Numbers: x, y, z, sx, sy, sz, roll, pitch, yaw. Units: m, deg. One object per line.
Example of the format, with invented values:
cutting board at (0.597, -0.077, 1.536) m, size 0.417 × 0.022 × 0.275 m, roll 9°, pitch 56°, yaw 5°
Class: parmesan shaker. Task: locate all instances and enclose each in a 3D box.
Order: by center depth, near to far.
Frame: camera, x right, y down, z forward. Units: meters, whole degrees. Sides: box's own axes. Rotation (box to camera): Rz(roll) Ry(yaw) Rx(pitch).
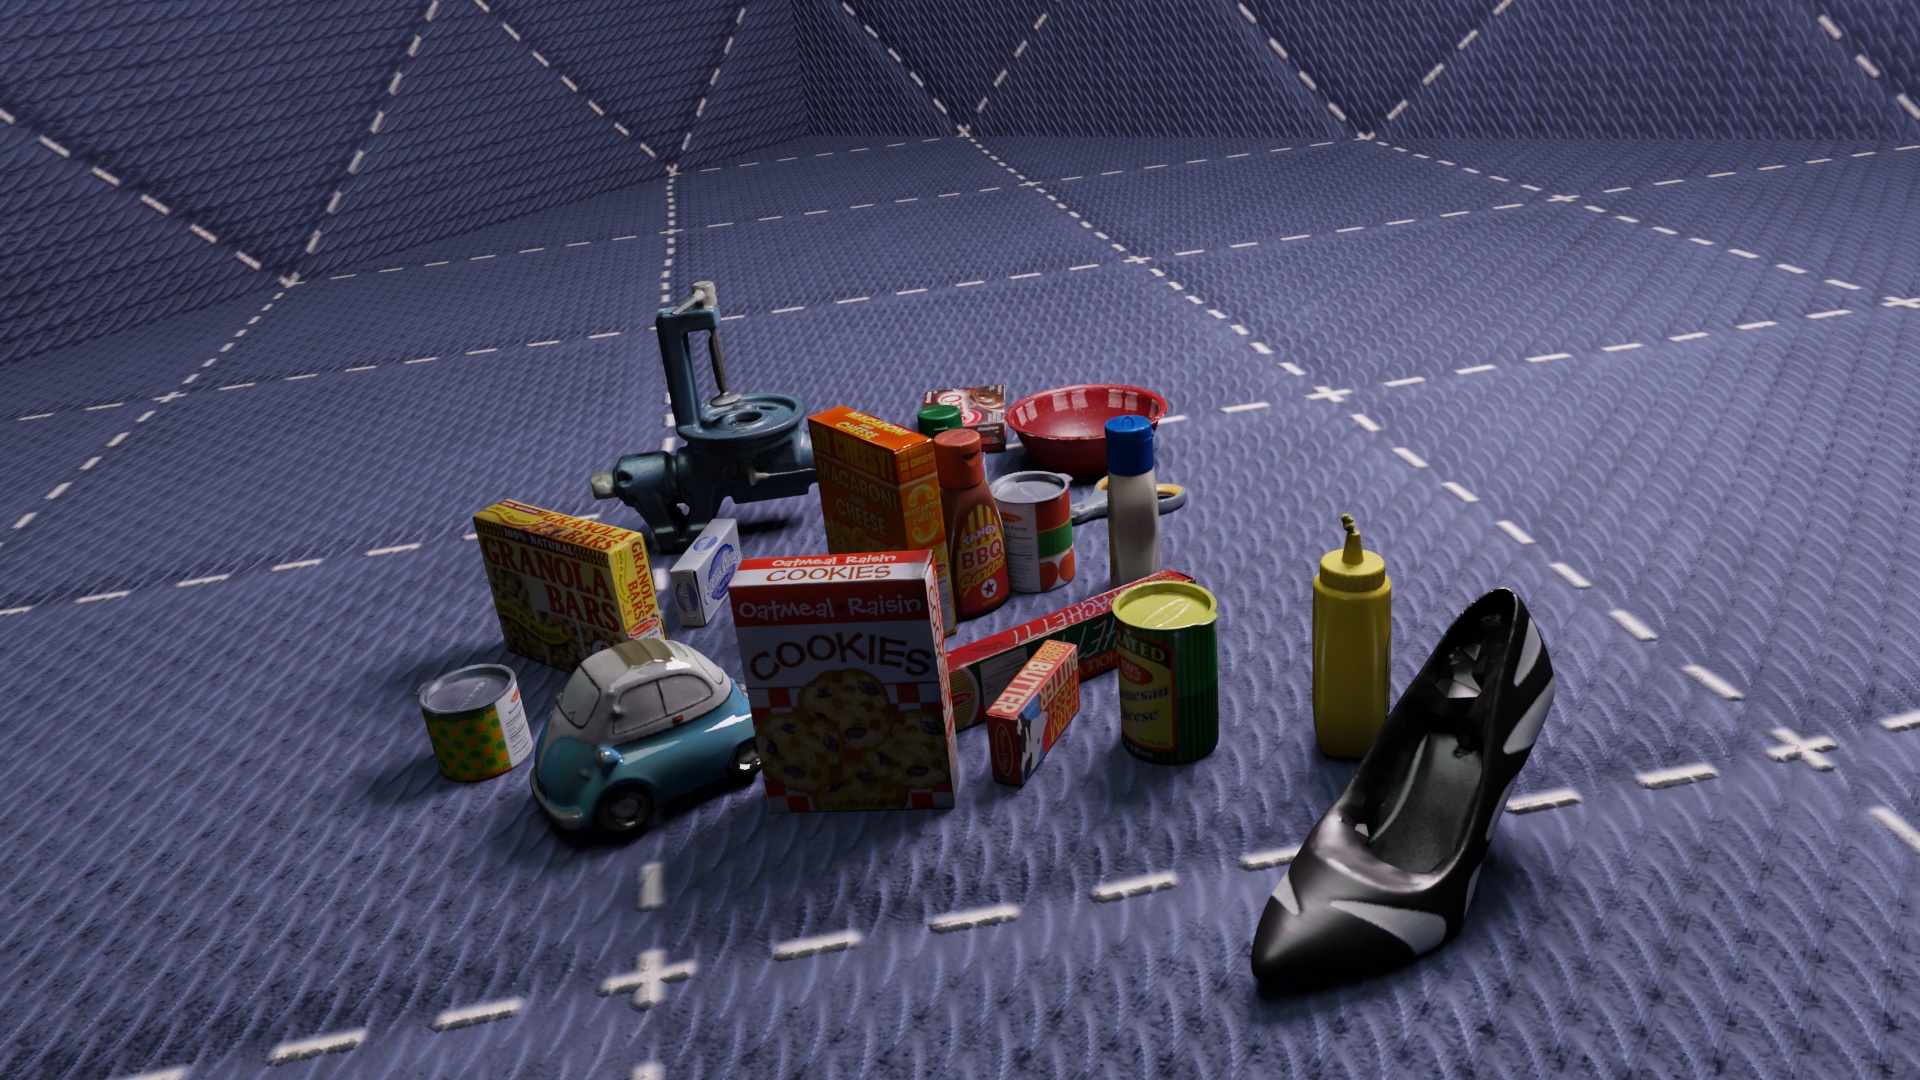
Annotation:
parmesan shaker at (0.137, 0.087, 0.907) m, size 0.071 × 0.102 × 0.071 m, roll -5°, pitch 24°, yaw 2°

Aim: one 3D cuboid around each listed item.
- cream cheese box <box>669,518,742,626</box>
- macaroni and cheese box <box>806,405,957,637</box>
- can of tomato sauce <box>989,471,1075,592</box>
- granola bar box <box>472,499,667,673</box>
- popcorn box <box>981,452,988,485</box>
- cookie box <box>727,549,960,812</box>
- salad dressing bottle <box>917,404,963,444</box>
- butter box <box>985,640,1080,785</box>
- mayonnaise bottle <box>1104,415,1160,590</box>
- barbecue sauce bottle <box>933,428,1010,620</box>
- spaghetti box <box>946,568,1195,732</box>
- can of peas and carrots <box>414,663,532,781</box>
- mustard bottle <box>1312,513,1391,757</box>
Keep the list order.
cream cheese box at (-0.214, 0.026, 1.183) m, size 0.024 × 0.053 × 0.104 m, roll -1°, pitch 25°, yaw 12°
macaroni and cheese box at (-0.062, -0.013, 1.097) m, size 0.040 × 0.165 × 0.124 m, roll -23°, pitch 29°, yaw -32°
can of tomato sauce at (0.062, -0.008, 1.156) m, size 0.071 × 0.082 × 0.071 m, roll -5°, pitch 24°, yaw 2°
granola bar box at (-0.303, 0.042, 1.084) m, size 0.165 × 0.123 × 0.039 m, roll 12°, pitch 30°, yaw 35°
popcorn box at (-0.038, -0.028, 1.220) m, size 0.127 × 0.085 × 0.038 m, roll -5°, pitch 24°, yaw 3°
cookie box at (-0.070, 0.090, 0.873) m, size 0.123 × 0.166 × 0.040 m, roll -3°, pitch 24°, yaw 8°
salad dressing bottle at (-0.010, -0.040, 1.165) m, size 0.064 × 0.147 × 0.044 m, roll -6°, pitch 24°, yaw 0°
butter box at (0.050, 0.114, 0.931) m, size 0.024 × 0.053 × 0.104 m, roll 6°, pitch 27°, yaw 26°
mayonnaise bottle at (0.135, -0.024, 1.096) m, size 0.041 × 0.147 × 0.065 m, roll -4°, pitch 24°, yaw 5°
barbecue sauce bottle at (0.004, -0.014, 1.104) m, size 0.065 × 0.148 × 0.044 m, roll -23°, pitch 29°, yaw -33°
spaghetti box at (0.065, 0.081, 1.000) m, size 0.251 × 0.050 × 0.029 m, roll -19°, pitch 27°, yaw -25°
can of peas and carrots at (-0.345, 0.129, 0.984) m, size 0.071 × 0.058 × 0.071 m, roll -5°, pitch 24°, yaw 2°
mustard bottle at (0.247, 0.058, 0.876) m, size 0.049 × 0.159 × 0.065 m, roll 0°, pitch 25°, yaw 15°
